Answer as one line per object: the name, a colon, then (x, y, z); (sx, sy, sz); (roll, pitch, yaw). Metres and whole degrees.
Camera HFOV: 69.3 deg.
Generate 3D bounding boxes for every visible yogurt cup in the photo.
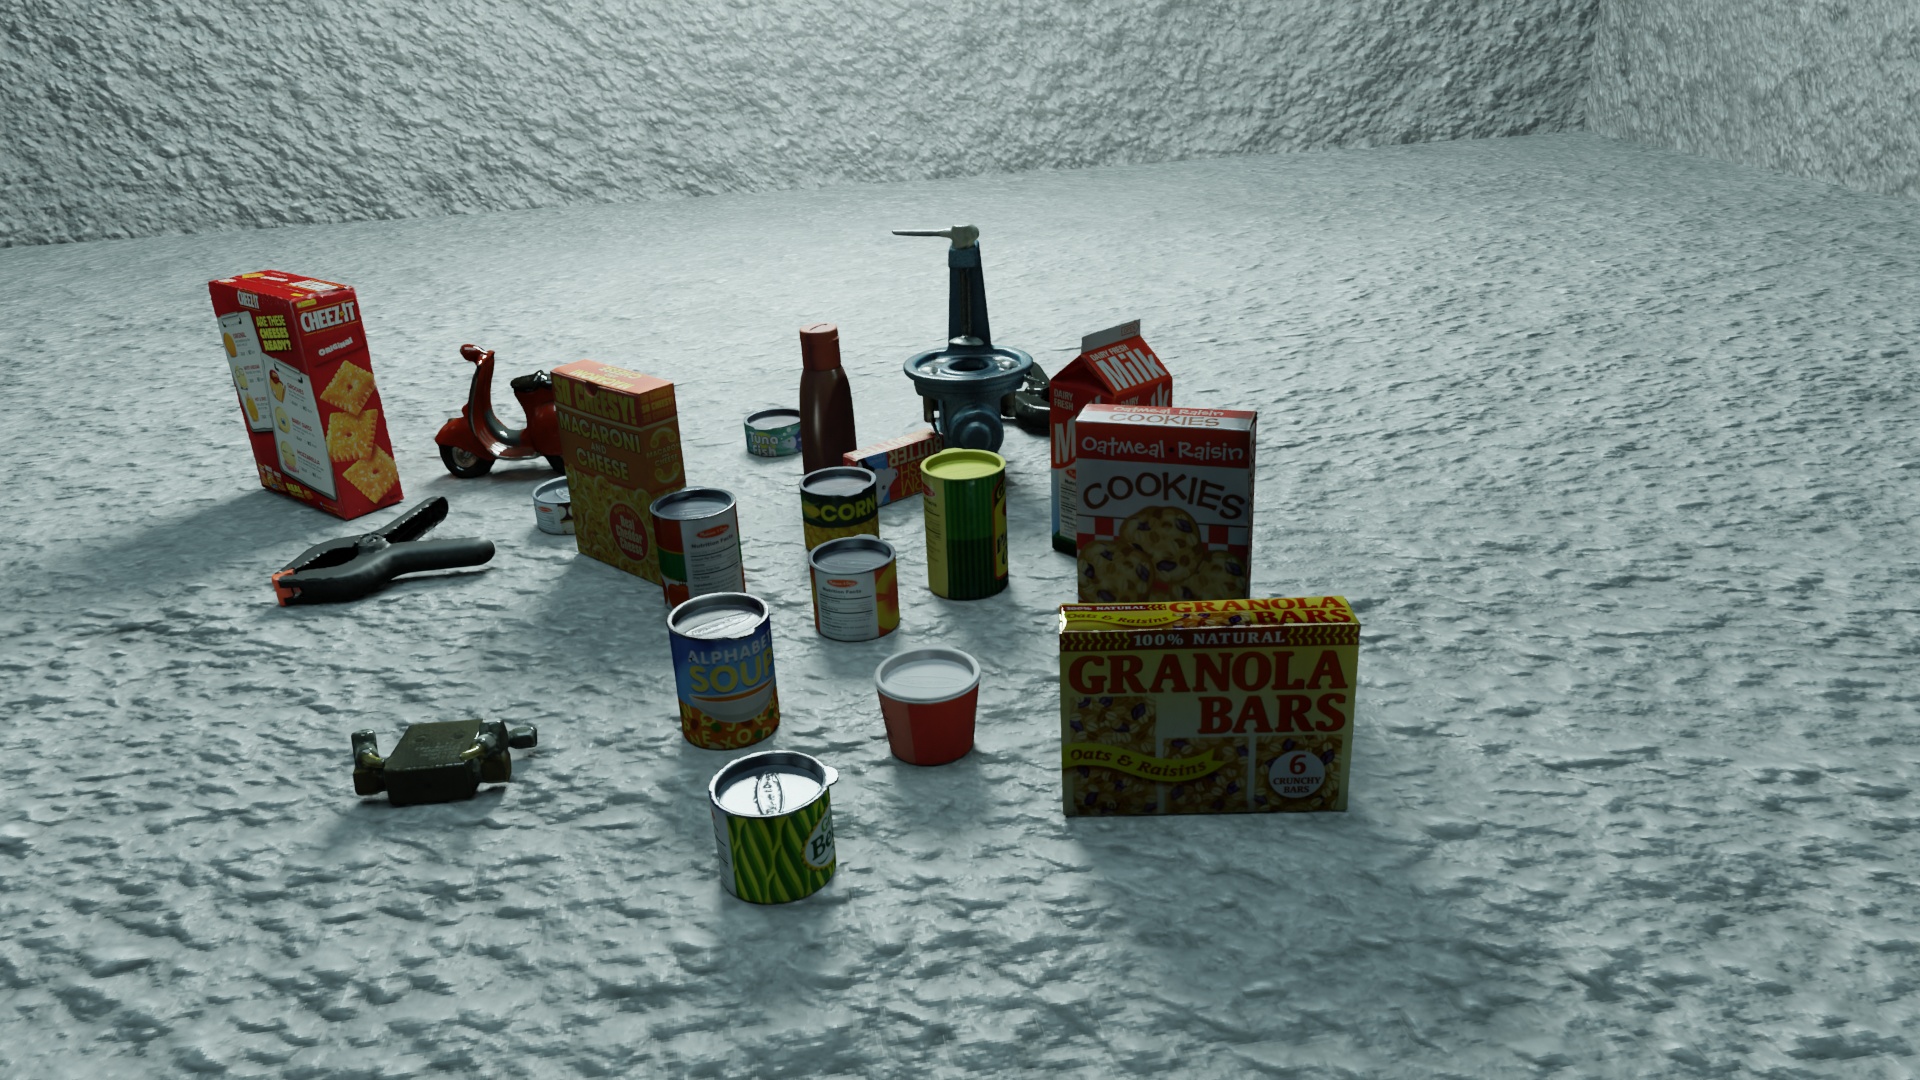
yogurt cup: (-0.020, 0.107, 0.885); (0.072, 0.053, 0.073); (-2, 23, 1)

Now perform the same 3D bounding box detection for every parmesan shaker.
parmesan shaker: (0.004, -0.014, 1.098); (0.071, 0.102, 0.071); (-2, 23, 1)

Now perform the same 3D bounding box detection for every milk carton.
milk carton: (0.122, -0.081, 1.128); (0.072, 0.189, 0.073); (-23, 30, -38)

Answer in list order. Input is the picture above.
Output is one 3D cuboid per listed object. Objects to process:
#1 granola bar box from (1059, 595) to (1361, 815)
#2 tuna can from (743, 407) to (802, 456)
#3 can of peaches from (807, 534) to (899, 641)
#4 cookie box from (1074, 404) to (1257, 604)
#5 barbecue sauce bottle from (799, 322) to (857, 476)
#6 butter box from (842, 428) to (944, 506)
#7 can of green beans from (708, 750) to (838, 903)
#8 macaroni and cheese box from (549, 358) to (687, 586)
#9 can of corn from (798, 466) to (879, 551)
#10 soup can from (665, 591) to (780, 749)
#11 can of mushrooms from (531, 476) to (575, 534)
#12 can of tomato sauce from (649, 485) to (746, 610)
granola bar box: (0.140, 0.096, 0.803); (0.166, 0.123, 0.039); (-2, 23, 3)
tuna can: (-0.190, -0.111, 1.432); (0.071, 0.032, 0.071); (-2, 23, 1)
can of peaches: (-0.079, 0.035, 1.050); (0.071, 0.057, 0.071); (-2, 23, 1)
cookie box: (0.146, -0.012, 0.997); (0.123, 0.166, 0.040); (4, 24, 17)
barbecue sauce bottle: (-0.129, -0.132, 1.327); (0.043, 0.148, 0.065); (9, 26, 25)
butter box: (-0.061, -0.066, 1.287); (0.104, 0.053, 0.024); (-21, 29, -36)
can of green beans: (-0.103, 0.159, 0.771); (0.071, 0.057, 0.071); (-2, 23, 1)
macaroni and cheese box: (-0.279, -0.057, 1.151); (0.124, 0.165, 0.040); (17, 30, 38)
can of corn: (-0.102, -0.024, 1.189); (0.071, 0.058, 0.071); (-2, 23, 1)
soup can: (-0.153, 0.086, 0.910); (0.071, 0.083, 0.071); (-2, 23, 1)
can of mushrooms: (-0.354, -0.033, 1.271); (0.071, 0.033, 0.071); (-2, 23, 1)
can of tomato sauce: (-0.207, 0.008, 1.098); (0.071, 0.082, 0.071); (-2, 23, 1)
